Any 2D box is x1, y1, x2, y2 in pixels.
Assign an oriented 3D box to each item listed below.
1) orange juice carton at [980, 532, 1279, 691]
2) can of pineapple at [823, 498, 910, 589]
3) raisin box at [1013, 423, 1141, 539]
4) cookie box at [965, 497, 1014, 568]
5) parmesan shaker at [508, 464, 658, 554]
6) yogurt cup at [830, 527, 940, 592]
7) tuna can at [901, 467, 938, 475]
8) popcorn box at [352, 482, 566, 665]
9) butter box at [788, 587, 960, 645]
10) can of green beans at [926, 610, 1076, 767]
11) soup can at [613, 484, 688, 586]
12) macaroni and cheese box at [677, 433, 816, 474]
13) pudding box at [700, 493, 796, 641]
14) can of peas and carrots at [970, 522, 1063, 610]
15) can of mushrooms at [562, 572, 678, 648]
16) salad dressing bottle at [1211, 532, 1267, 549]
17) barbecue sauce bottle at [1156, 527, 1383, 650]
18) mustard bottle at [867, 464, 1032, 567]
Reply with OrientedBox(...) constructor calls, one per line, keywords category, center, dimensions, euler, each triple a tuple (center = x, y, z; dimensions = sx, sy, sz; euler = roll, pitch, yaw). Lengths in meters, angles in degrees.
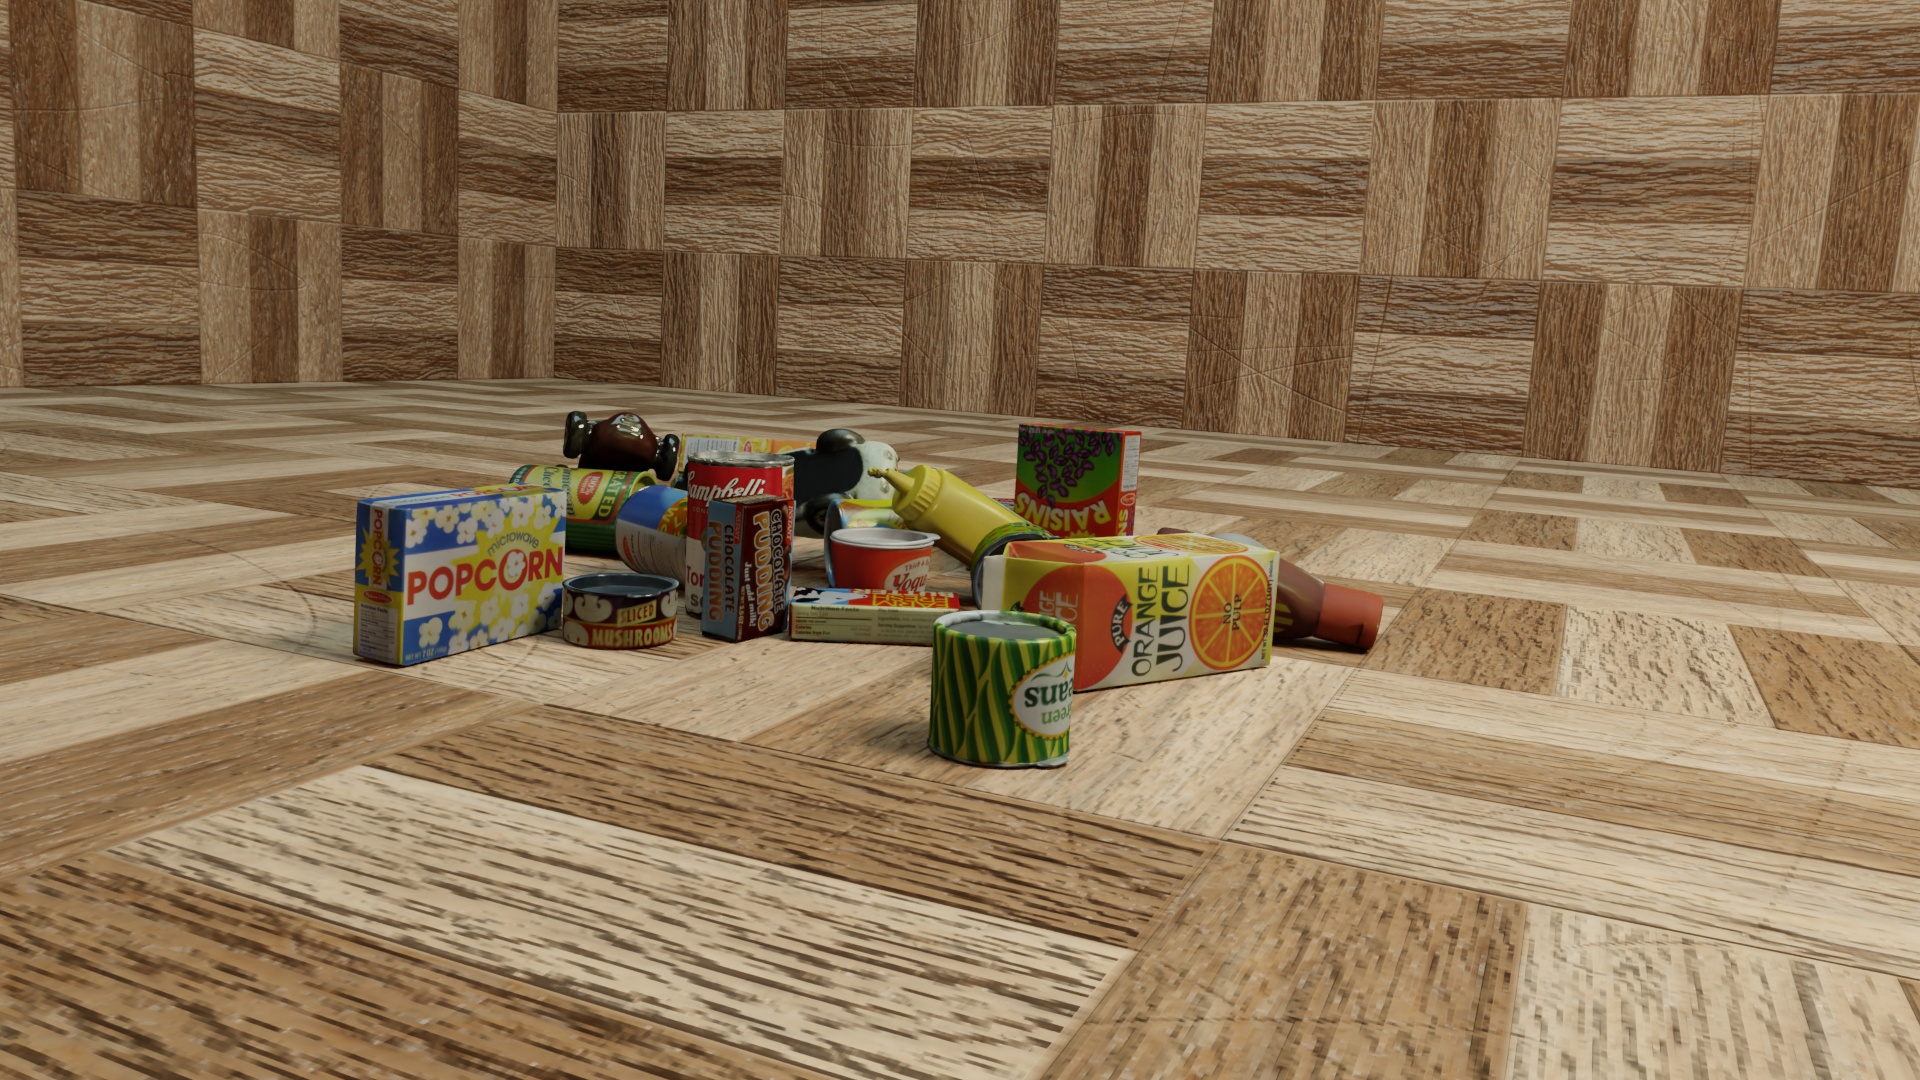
OrientedBox(category="orange juice carton", center=(0.089, 0.039, 0.797), dimensions=(0.193, 0.071, 0.073), euler=(-3, 10, -35))
OrientedBox(category="can of pineapple", center=(-0.063, 0.003, 0.994), dimensions=(0.058, 0.071, 0.071), euler=(-1, 9, -18))
OrientedBox(category="raisin box", center=(0.084, -0.022, 1.022), dimensions=(0.086, 0.123, 0.040), euler=(7, 8, 26))
OrientedBox(category="cookie box", center=(0.066, -0.005, 1.178), dimensions=(0.123, 0.040, 0.168), euler=(3, 10, -1))
OrientedBox(category="parmesan shaker", center=(-0.296, -0.022, 1.086), dimensions=(0.103, 0.071, 0.071), euler=(4, 9, 10))
OrientedBox(category="yogurt cup", center=(-0.052, 0.022, 0.912), dimensions=(0.072, 0.054, 0.072), euler=(3, 8, 0))
OrientedBox(category="tuna can", center=(-0.034, -0.029, 1.219), dimensions=(0.071, 0.071, 0.033), euler=(2, 9, -5))
OrientedBox(category="popcorn box", center=(-0.277, 0.015, 0.776), dimensions=(0.038, 0.085, 0.127), euler=(8, 9, 23))
OrientedBox(category="butter box", center=(-0.052, 0.046, 0.855), dimensions=(0.103, 0.024, 0.053), euler=(2, 9, -3))
OrientedBox(category="can of green beans", center=(0.019, 0.067, 0.639), dimensions=(0.071, 0.057, 0.071), euler=(3, 9, 0))
OrientedBox(category="soup can", center=(-0.191, -0.003, 0.978), dimensions=(0.084, 0.071, 0.071), euler=(12, 12, 44))
OrientedBox(category="macaroni and cheese box", center=(-0.169, -0.057, 1.300), dimensions=(0.166, 0.040, 0.123), euler=(4, -15, 0))
OrientedBox(category="pudding box", center=(-0.127, 0.016, 0.836), dimensions=(0.030, 0.083, 0.050), euler=(11, 11, 31))
OrientedBox(category="can of peas and carrots", center=(0.041, 0.022, 0.895), dimensions=(0.071, 0.071, 0.059), euler=(3, 8, -2))
OrientedBox(category="can of mushrooms", center=(-0.198, 0.041, 0.811), dimensions=(0.071, 0.033, 0.071), euler=(3, 8, 0))
OrientedBox(category="salad dressing bottle", center=(0.202, 0.027, 1.008), dimensions=(0.064, 0.044, 0.148), euler=(6, 10, 5))
OrientedBox(category="barbecue sauce bottle", center=(0.194, 0.036, 0.898), dimensions=(0.148, 0.064, 0.044), euler=(13, 35, 9))
OrientedBox(category="mustard bottle", center=(0.003, -0.012, 0.958), dimensions=(0.160, 0.049, 0.065), euler=(32, -7, -26))
